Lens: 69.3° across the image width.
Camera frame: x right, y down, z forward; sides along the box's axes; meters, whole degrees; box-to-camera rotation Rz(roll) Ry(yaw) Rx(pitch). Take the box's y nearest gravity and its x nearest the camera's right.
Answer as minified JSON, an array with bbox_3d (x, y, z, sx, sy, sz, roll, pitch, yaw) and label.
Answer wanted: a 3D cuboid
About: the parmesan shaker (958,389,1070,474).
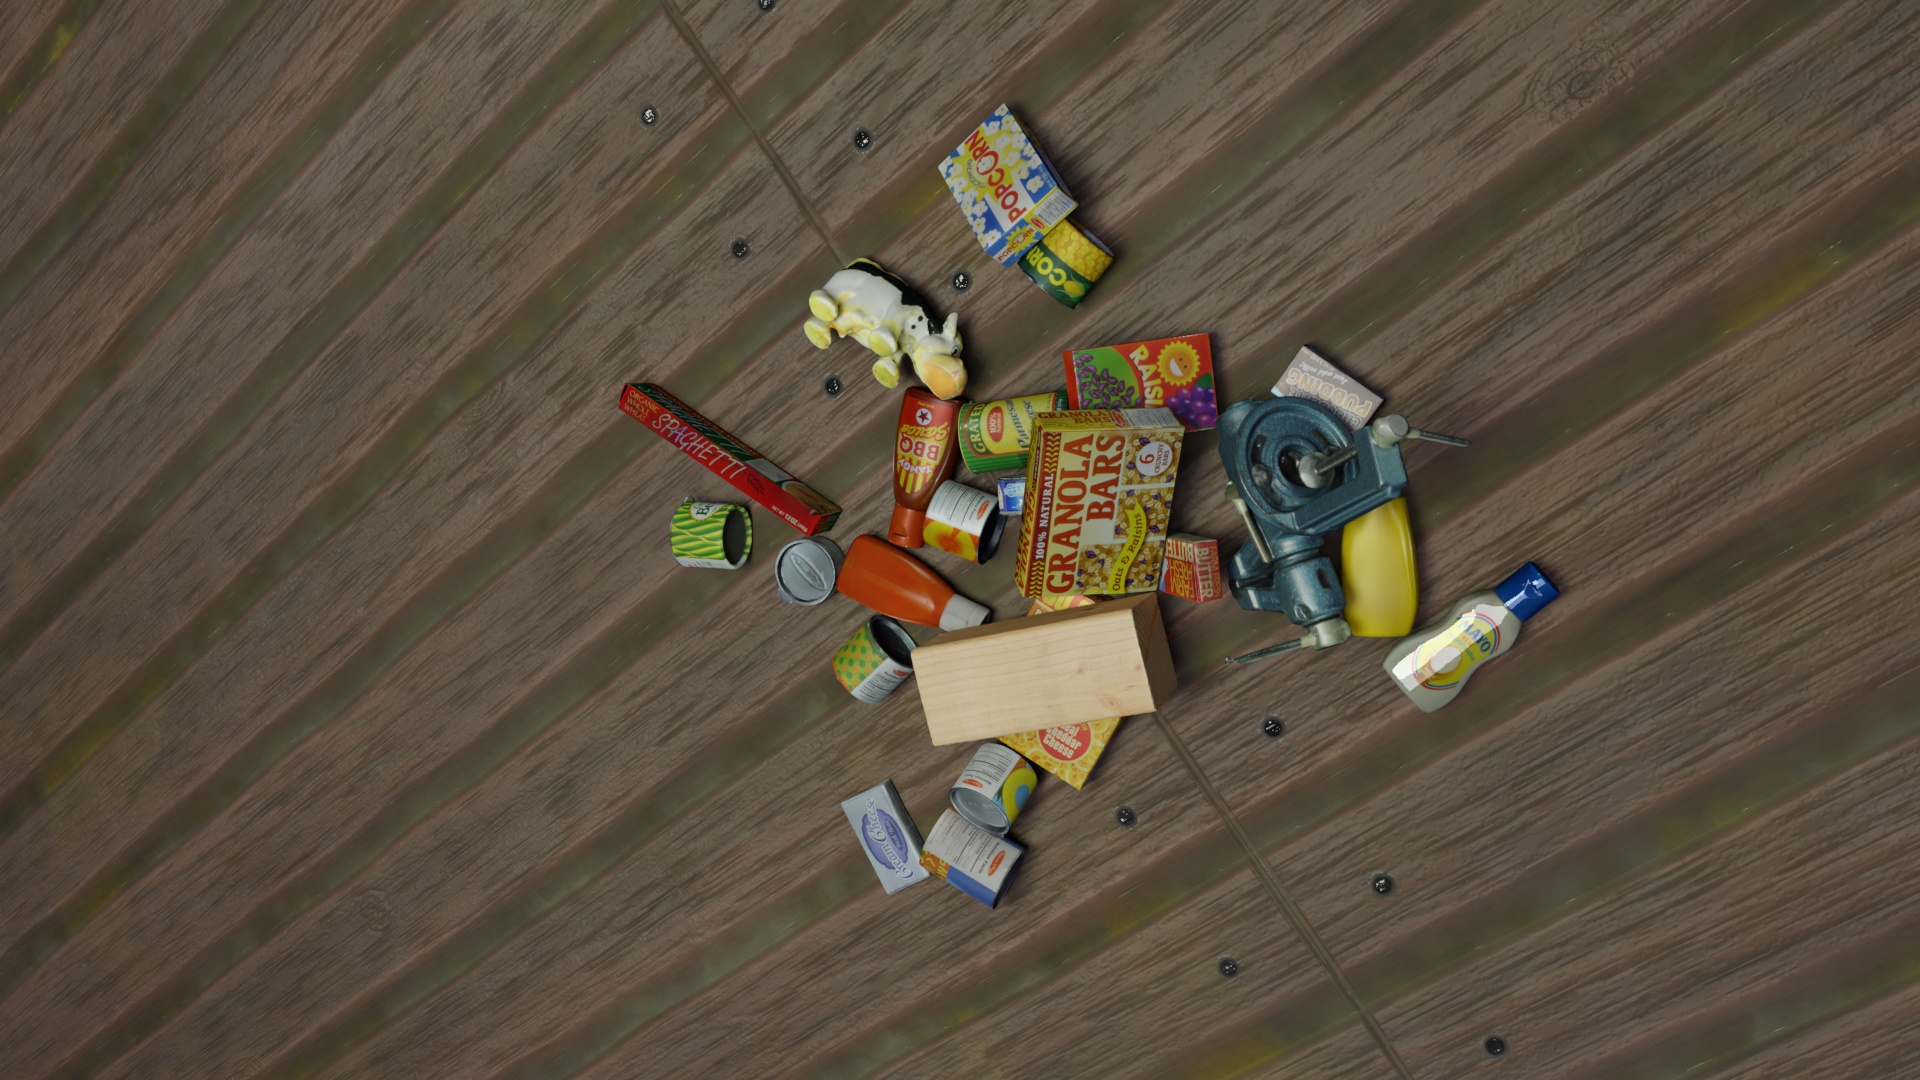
[{"bbox_3d":[0.057,-0.102,1.261,0.103,0.071,0.071,-7,95,21],"label":"parmesan shaker"}]

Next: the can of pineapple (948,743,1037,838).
[{"bbox_3d":[0.032,0.234,1.306,0.071,0.058,0.070,25,145,20],"label":"can of pineapple"}]

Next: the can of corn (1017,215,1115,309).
[{"bbox_3d":[0.092,-0.248,1.225,0.071,0.071,0.058,44,109,10],"label":"can of corn"}]

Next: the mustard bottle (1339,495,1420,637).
[{"bbox_3d":[0.353,0.000,1.173,0.065,0.049,0.160,-1,96,19],"label":"mustard bottle"}]

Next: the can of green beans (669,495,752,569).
[{"bbox_3d":[-0.248,-0.005,1.386,0.058,0.071,0.071,3,98,20],"label":"can of green beans"}]

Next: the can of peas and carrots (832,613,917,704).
[{"bbox_3d":[-0.082,0.114,1.342,0.058,0.071,0.071,-44,81,21],"label":"can of peas and carrots"}]

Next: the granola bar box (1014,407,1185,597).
[{"bbox_3d":[0.117,-0.030,1.189,0.124,0.039,0.164,-3,121,-13],"label":"granola bar box"}]

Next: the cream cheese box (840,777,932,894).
[{"bbox_3d":[-0.071,0.294,1.382,0.053,0.024,0.104,-29,87,22],"label":"cream cheese box"}]

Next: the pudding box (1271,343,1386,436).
[{"bbox_3d":[0.313,-0.124,1.182,0.084,0.030,0.049,38,109,12],"label":"pudding box"}]

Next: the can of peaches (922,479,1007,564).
[{"bbox_3d":[0.005,-0.016,1.292,0.058,0.071,0.071,20,104,17],"label":"can of peaches"}]

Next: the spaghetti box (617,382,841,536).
[{"bbox_3d":[-0.231,-0.083,1.378,0.250,0.050,0.028,33,106,14],"label":"spaghetti box"}]

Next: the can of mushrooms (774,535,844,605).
[{"bbox_3d":[-0.149,0.031,1.372,0.071,0.033,0.071,3,99,19],"label":"can of mushrooms"}]

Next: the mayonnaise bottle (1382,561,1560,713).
[{"bbox_3d":[0.428,0.077,1.159,0.147,0.041,0.065,-44,82,20],"label":"mayonnaise bottle"}]

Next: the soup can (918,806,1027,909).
[{"bbox_3d":[0.012,0.304,1.333,0.084,0.071,0.071,27,106,16],"label":"soup can"}]

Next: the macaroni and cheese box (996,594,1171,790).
[{"bbox_3d":[0.101,0.128,1.288,0.124,0.040,0.166,31,106,14],"label":"macaroni and cheese box"}]

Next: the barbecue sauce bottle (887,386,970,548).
[{"bbox_3d":[-0.036,-0.068,1.311,0.065,0.044,0.148,18,103,22],"label":"barbecue sauce bottle"}]

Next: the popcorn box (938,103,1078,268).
[{"bbox_3d":[0.040,-0.312,1.223,0.085,0.038,0.127,-40,52,21],"label":"popcorn box"}]

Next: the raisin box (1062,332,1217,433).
[{"bbox_3d":[0.156,-0.130,1.205,0.123,0.040,0.086,-9,95,-8],"label":"raisin box"}]

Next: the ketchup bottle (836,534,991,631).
[{"bbox_3d":[-0.043,0.051,1.330,0.149,0.043,0.064,26,106,15],"label":"ketchup bottle"}]

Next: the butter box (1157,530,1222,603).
[{"bbox_3d":[0.194,0.021,1.210,0.024,0.103,0.053,-7,97,-15],"label":"butter box"}]
